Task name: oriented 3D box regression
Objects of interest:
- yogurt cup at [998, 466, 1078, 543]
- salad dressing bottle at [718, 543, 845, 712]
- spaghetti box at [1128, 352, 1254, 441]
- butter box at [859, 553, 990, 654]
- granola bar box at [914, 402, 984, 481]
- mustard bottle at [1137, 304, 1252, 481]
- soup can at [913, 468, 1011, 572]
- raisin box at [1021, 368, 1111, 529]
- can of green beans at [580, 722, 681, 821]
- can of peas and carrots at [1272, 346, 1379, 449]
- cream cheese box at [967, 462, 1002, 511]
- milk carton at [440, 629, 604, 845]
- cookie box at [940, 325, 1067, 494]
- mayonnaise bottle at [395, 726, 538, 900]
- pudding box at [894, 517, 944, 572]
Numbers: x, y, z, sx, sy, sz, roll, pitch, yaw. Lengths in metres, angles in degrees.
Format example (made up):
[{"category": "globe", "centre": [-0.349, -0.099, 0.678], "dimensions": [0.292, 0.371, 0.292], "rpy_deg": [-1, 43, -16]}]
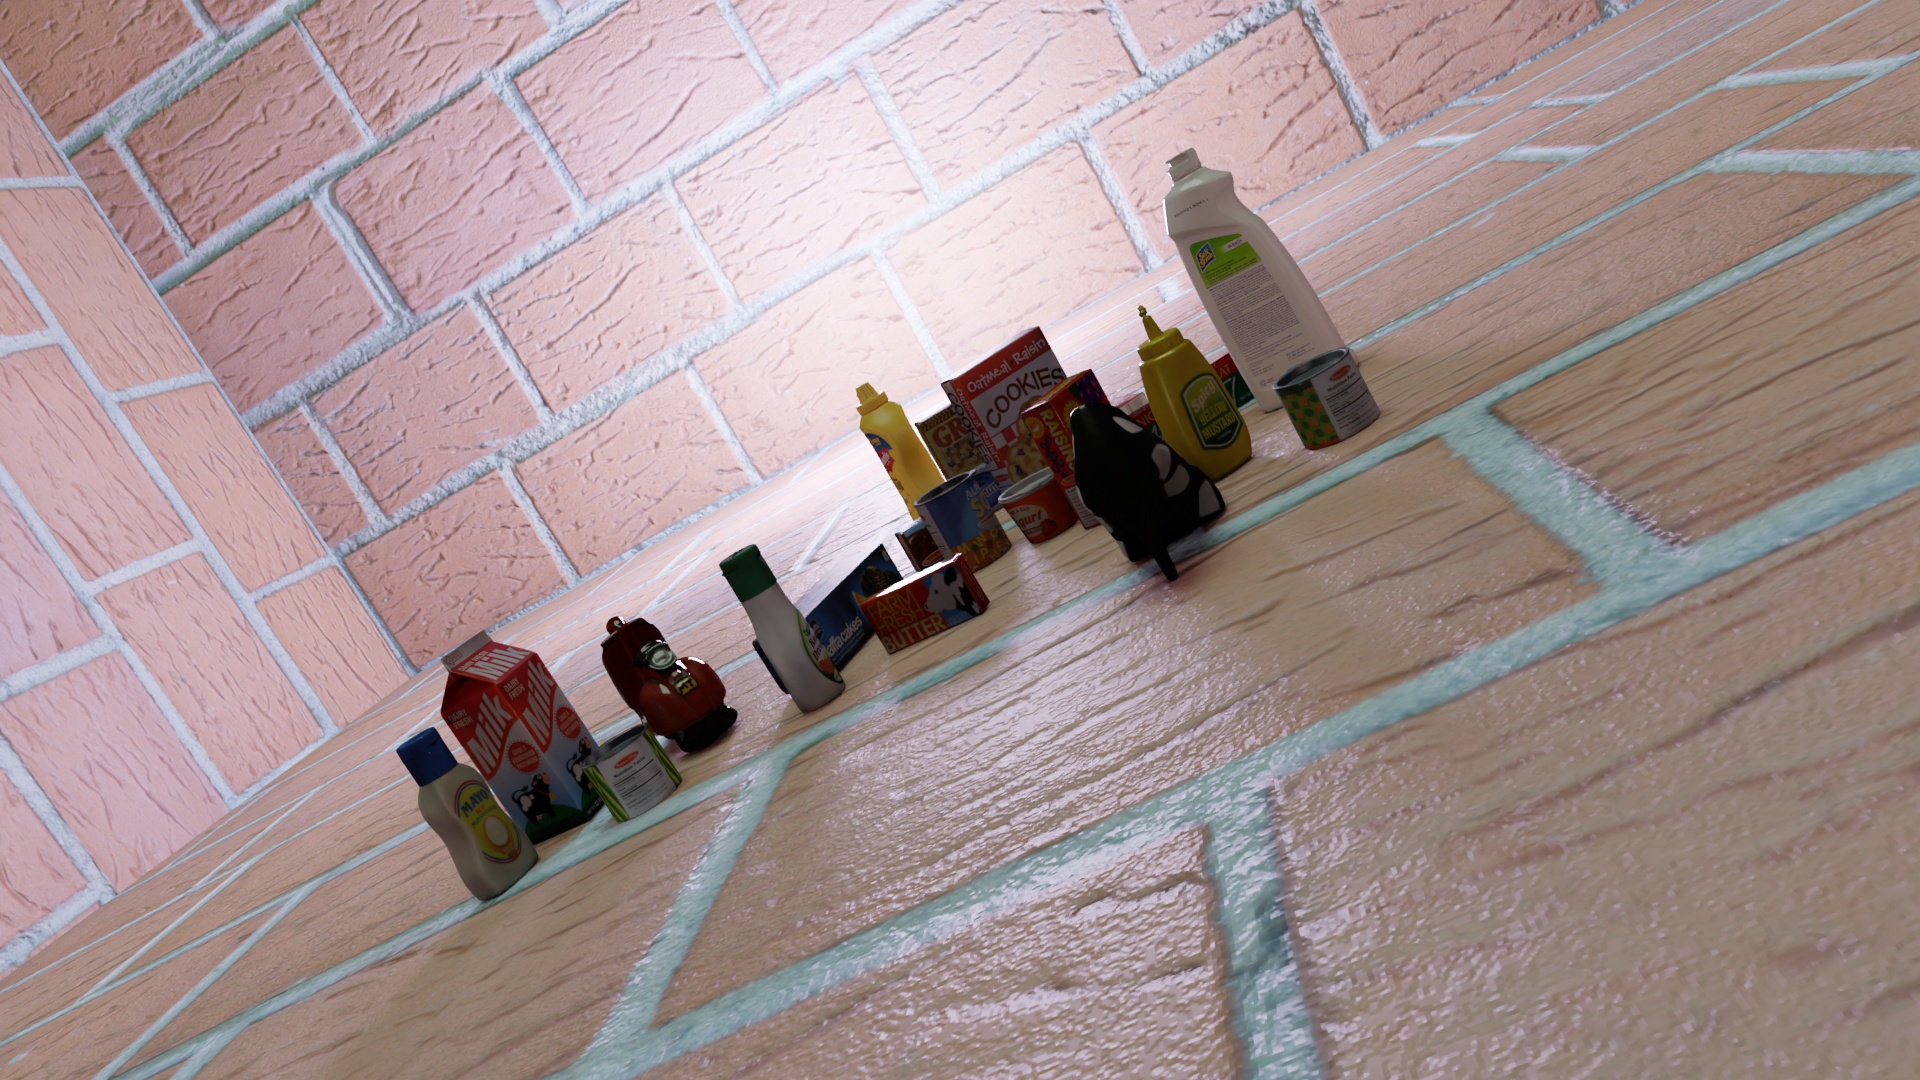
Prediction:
[{"category": "yogurt cup", "centre": [0.078, -0.033, 1.323], "dimensions": [0.072, 0.054, 0.072], "rpy_deg": [-29, 10, 6]}, {"category": "salad dressing bottle", "centre": [-0.153, 0.074, 1.184], "dimensions": [0.044, 0.147, 0.064], "rpy_deg": [-29, 10, 7]}, {"category": "spaghetti box", "centre": [0.246, -0.143, 1.399], "dimensions": [0.251, 0.050, 0.028], "rpy_deg": [-32, 10, -12]}, {"category": "butter box", "centre": [-0.032, 0.056, 1.203], "dimensions": [0.103, 0.053, 0.024], "rpy_deg": [-25, 11, 24]}, {"category": "granola bar box", "centre": [0.046, -0.129, 1.666], "dimensions": [0.166, 0.124, 0.039], "rpy_deg": [-32, 10, -12]}, {"category": "mustard bottle", "centre": [0.189, -0.128, 1.180], "dimensions": [0.065, 0.160, 0.048], "rpy_deg": [-34, 11, -23]}, {"category": "soup can", "centre": [0.005, -0.017, 1.362], "dimensions": [0.071, 0.083, 0.071], "rpy_deg": [-29, 10, 6]}, {"category": "raisin box", "centre": [0.116, -0.085, 1.270], "dimensions": [0.040, 0.123, 0.086], "rpy_deg": [-21, 14, 42]}, {"category": "can of green beans", "centre": [-0.282, 0.199, 1.190], "dimensions": [0.071, 0.057, 0.071], "rpy_deg": [-29, 10, 6]}, {"category": "can of peas and carrots", "centre": [0.291, -0.113, 1.111], "dimensions": [0.071, 0.058, 0.071], "rpy_deg": [-29, 10, 6]}, {"category": "cream cheese box", "centre": [0.022, -0.054, 1.574], "dimensions": [0.104, 0.053, 0.024], "rpy_deg": [-30, 10, -2]}, {"category": "milk carton", "centre": [-0.400, 0.173, 1.264], "dimensions": [0.073, 0.190, 0.072], "rpy_deg": [-26, 11, 21]}, {"category": "cookie box", "centre": [0.070, -0.124, 1.460], "dimensions": [0.123, 0.167, 0.040], "rpy_deg": [-36, 11, -29]}, {"category": "mayonnaise bottle", "centre": [-0.422, 0.229, 1.179], "dimensions": [0.041, 0.148, 0.065], "rpy_deg": [-24, 11, 29]}, {"category": "pudding box", "centre": [-0.023, -0.008, 1.488], "dimensions": [0.084, 0.049, 0.030], "rpy_deg": [-33, 11, -19]}]
